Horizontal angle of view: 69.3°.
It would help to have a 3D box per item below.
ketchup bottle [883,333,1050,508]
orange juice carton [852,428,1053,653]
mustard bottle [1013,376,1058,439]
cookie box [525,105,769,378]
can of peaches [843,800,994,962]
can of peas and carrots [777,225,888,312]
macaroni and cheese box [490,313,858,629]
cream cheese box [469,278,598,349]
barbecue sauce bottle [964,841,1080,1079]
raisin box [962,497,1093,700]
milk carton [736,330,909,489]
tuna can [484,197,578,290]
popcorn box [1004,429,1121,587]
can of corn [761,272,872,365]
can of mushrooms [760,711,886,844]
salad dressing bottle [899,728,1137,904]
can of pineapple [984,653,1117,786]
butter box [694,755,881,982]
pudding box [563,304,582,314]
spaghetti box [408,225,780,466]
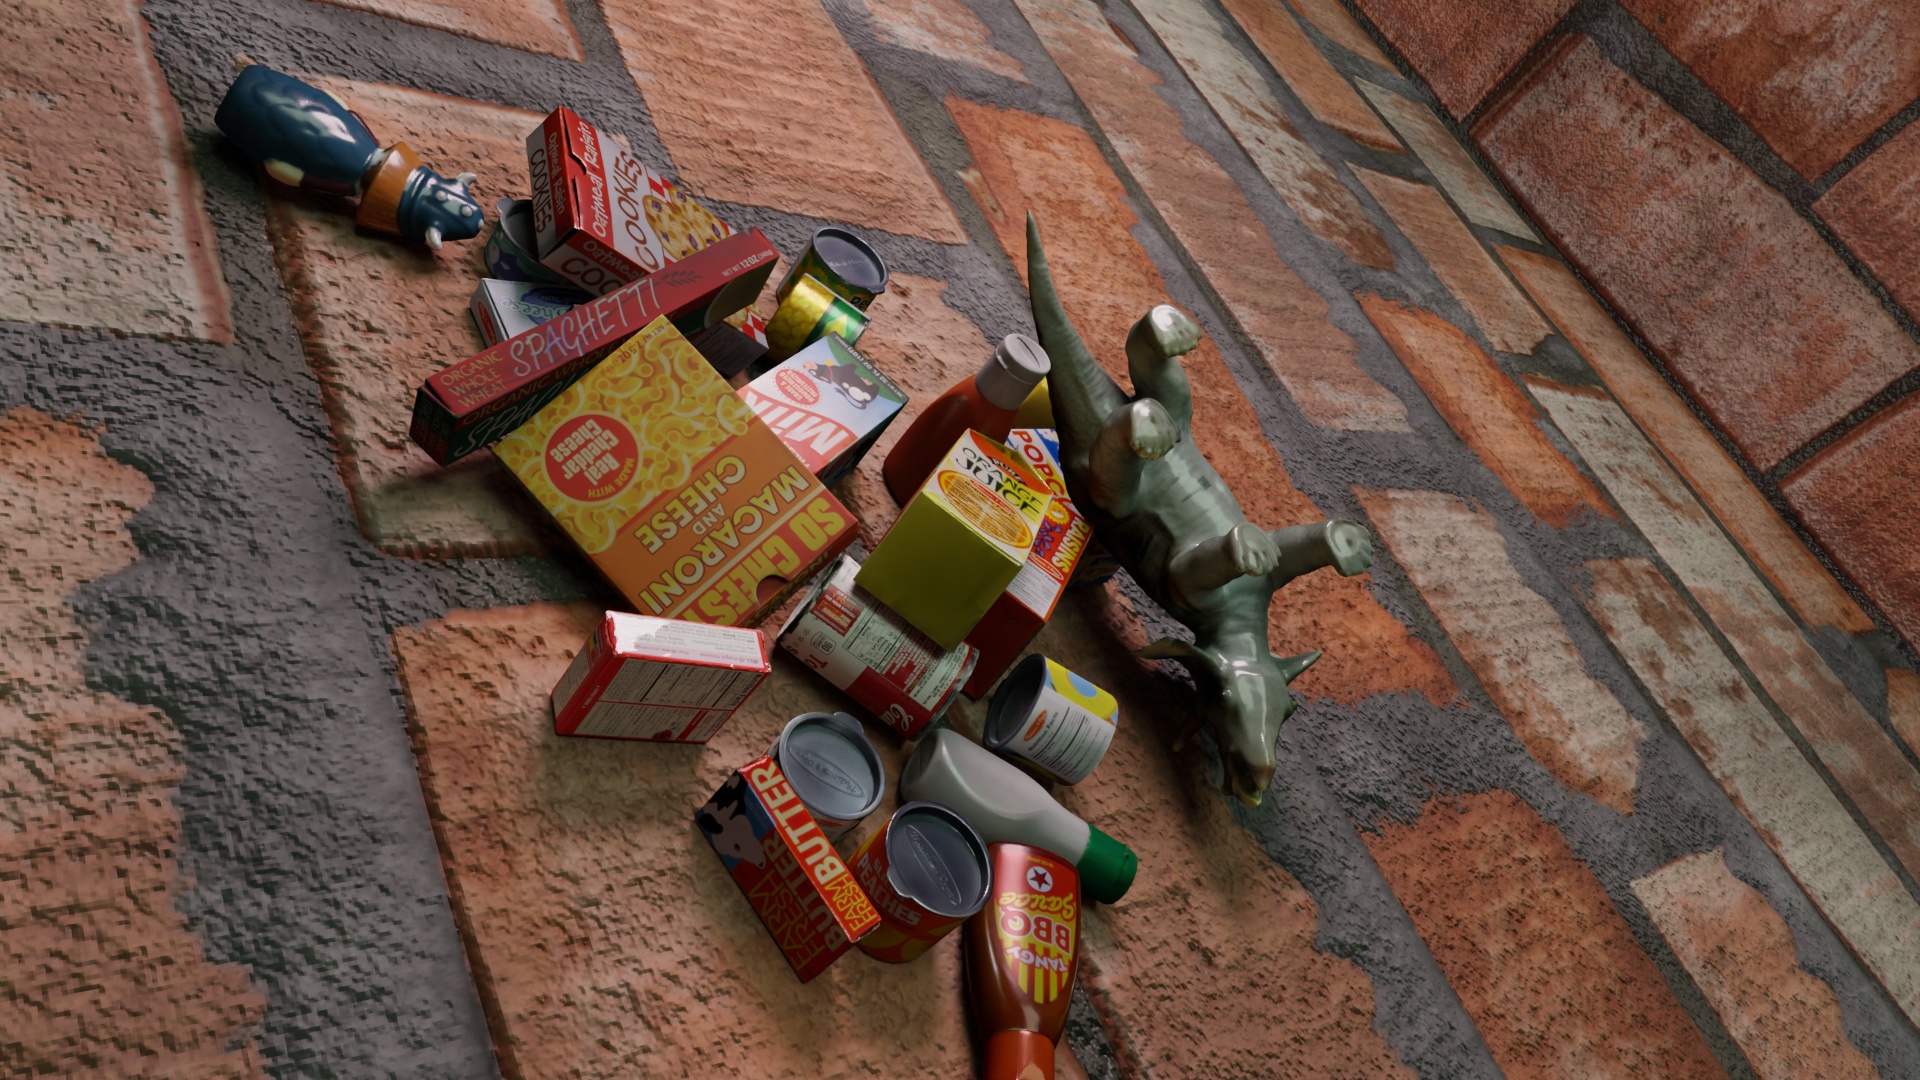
[{"bbox_3d":[0.005,-0.078,0.950,0.044,0.148,0.065,-9,59,-46],"label":"ketchup bottle"},{"bbox_3d":[0.003,-0.011,0.863,0.073,0.071,0.193,37,20,-3],"label":"orange juice carton"},{"bbox_3d":[0.113,-0.067,1.117,0.160,0.065,0.049,43,40,-8],"label":"mustard bottle"},{"bbox_3d":[-0.207,-0.197,0.925,0.167,0.040,0.123,31,33,-47],"label":"cookie box"},{"bbox_3d":[-0.027,0.180,0.729,0.071,0.057,0.071,25,40,-23],"label":"can of peaches"},{"bbox_3d":[-0.096,-0.193,1.053,0.071,0.058,0.071,25,39,-23],"label":"can of peas and carrots"},{"bbox_3d":[-0.158,-0.026,0.779,0.124,0.040,0.166,-42,84,-14],"label":"macaroni and cheese box"},{"bbox_3d":[-0.250,-0.136,0.877,0.104,0.024,0.053,-5,58,-45],"label":"cream cheese box"},{"bbox_3d":[0.032,0.235,0.739,0.065,0.043,0.149,21,40,-14],"label":"barbecue sauce bottle"},{"bbox_3d":[0.036,0.036,0.914,0.040,0.085,0.124,36,36,-1],"label":"raisin box"},{"bbox_3d":[-0.117,-0.058,0.880,0.072,0.073,0.191,43,36,2],"label":"milk carton"},{"bbox_3d":[-0.274,-0.189,0.903,0.071,0.032,0.071,25,39,-22],"label":"tuna can"},{"bbox_3d":[0.062,-0.026,1.043,0.085,0.038,0.127,-4,56,-46],"label":"popcorn box"},{"bbox_3d":[-0.106,-0.146,0.989,0.058,0.071,0.071,35,36,-9],"label":"can of corn"},{"bbox_3d":[-0.076,0.129,0.758,0.071,0.033,0.071,25,39,-22],"label":"can of mushrooms"},{"bbox_3d":[0.036,0.165,0.816,0.147,0.044,0.064,33,20,-14],"label":"salad dressing bottle"},{"bbox_3d":[0.057,0.112,0.872,0.058,0.070,0.071,31,37,-16],"label":"can of pineapple"},{"bbox_3d":[-0.087,0.164,0.694,0.024,0.053,0.103,-20,68,-49],"label":"butter box"},{"bbox_3d":[-0.214,-0.098,0.846,0.050,0.030,0.084,-2,75,-44],"label":"pudding box"},{"bbox_3d":[-0.203,-0.117,0.802,0.029,0.050,0.251,47,48,5],"label":"spaghetti box"}]
